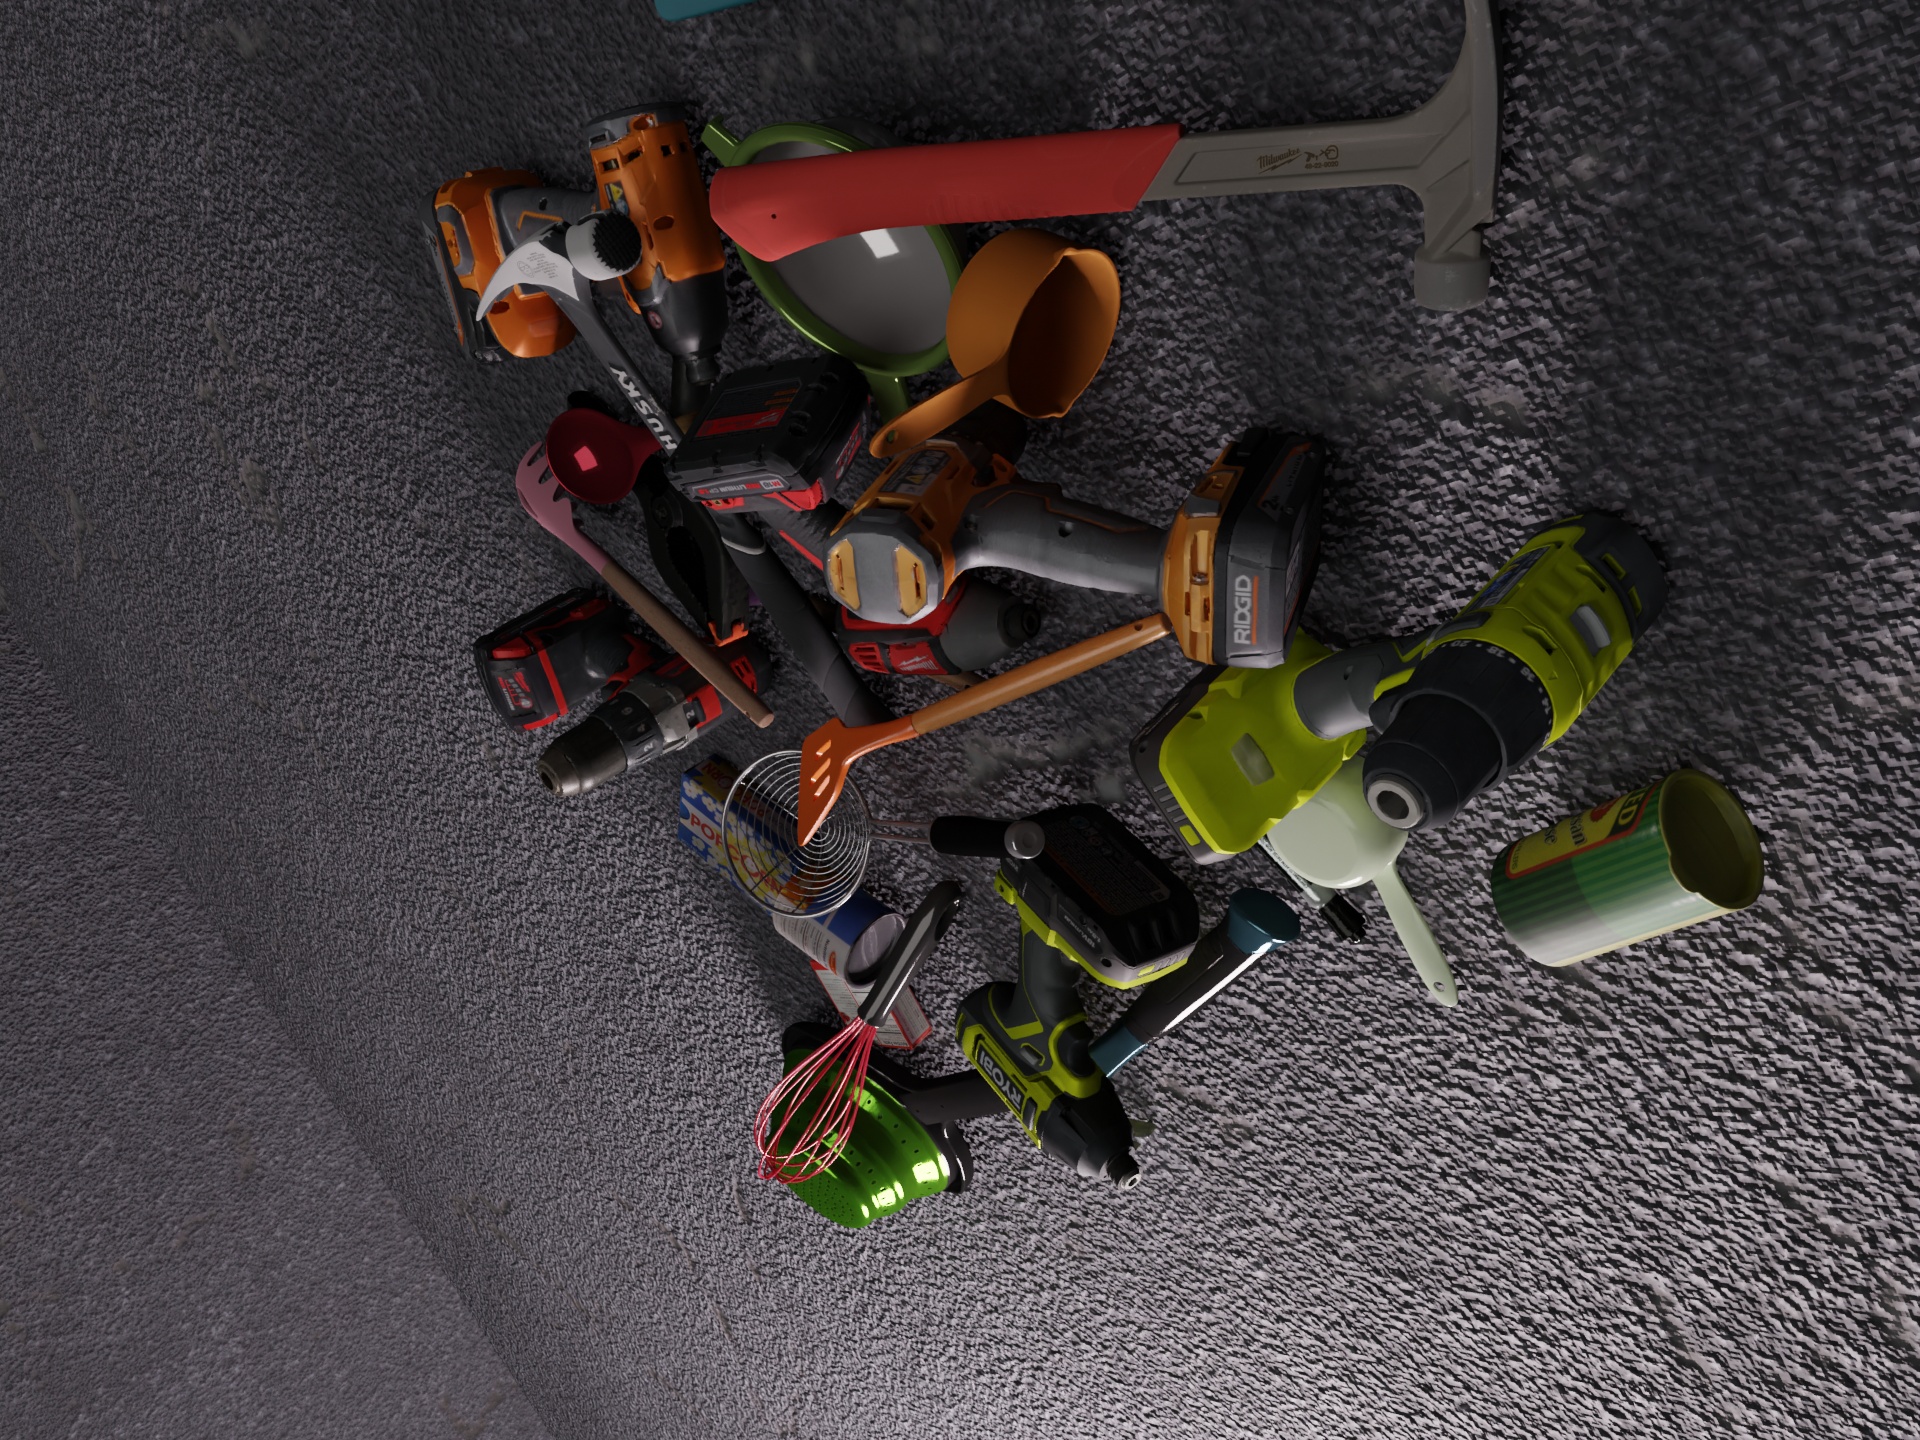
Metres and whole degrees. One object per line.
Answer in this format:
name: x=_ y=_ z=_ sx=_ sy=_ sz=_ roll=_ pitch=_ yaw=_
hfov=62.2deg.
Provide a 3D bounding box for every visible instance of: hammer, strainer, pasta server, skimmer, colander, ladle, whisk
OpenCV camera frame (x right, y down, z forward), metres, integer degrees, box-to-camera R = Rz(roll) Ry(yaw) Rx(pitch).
hammer: x=-0.152 y=-0.128 z=1.005 sx=0.149 sy=0.036 sz=0.408 roll=3 pitch=136 yaw=43
hammer: x=0.125 y=0.198 z=1.063 sx=0.128 sy=0.033 sz=0.330 roll=46 pitch=142 yaw=10
strainer: x=-0.035 y=-0.229 z=0.882 sx=0.151 sy=0.069 sz=0.256 roll=19 pitch=149 yaw=28
pasta server: x=-0.231 y=-0.099 z=1.146 sx=0.316 sy=0.040 sz=0.060 roll=42 pitch=161 yaw=26
skimmer: x=-0.065 y=0.079 z=1.064 sx=0.363 sy=0.090 sz=0.127 roll=-5 pitch=90 yaw=65
colander: x=-0.058 y=0.334 z=1.272 sx=0.204 sy=0.094 sz=0.397 roll=48 pitch=147 yaw=-7
hammer: x=0.050 y=-0.250 z=0.701 sx=0.359 sy=0.037 sz=0.149 roll=4 pitch=126 yaw=22
ladle: x=-0.172 y=-0.187 z=1.005 sx=0.315 sy=0.031 sz=0.069 roll=-3 pitch=119 yaw=48
whisk: x=-0.077 y=0.238 z=1.196 sx=0.073 sy=0.073 sz=0.295 roll=38 pitch=110 yaw=19

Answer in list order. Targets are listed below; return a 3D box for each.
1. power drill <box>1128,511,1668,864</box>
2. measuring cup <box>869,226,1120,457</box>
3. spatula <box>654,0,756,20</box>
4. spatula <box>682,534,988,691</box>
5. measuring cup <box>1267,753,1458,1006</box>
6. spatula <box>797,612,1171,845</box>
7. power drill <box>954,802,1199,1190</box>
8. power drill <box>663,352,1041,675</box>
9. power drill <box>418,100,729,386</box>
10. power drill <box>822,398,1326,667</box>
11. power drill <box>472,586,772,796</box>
power drill: x=0.184 y=-0.001 z=0.724 sx=0.080 sy=0.190 sz=0.228 roll=56 pitch=147 yaw=-8
measuring cup: x=0.004 y=-0.180 z=0.779 sx=0.052 sy=0.173 sz=0.095 roll=34 pitch=146 yaw=30
spatula: x=-0.029 y=-0.371 z=0.767 sx=0.318 sy=0.044 sz=0.082 roll=22 pitch=129 yaw=32
spatula: x=-0.101 y=-0.075 z=1.094 sx=0.316 sy=0.018 sz=0.059 roll=25 pitch=132 yaw=32
measuring cup: x=0.224 y=0.095 z=0.874 sx=0.083 sy=0.038 sz=0.167 roll=-23 pitch=99 yaw=51
spatula: x=-0.002 y=-0.003 z=0.989 sx=0.322 sy=0.081 sz=0.041 roll=-22 pitch=146 yaw=35
power drill: x=0.074 y=0.181 z=1.022 sx=0.171 sy=0.080 sz=0.223 roll=44 pitch=138 yaw=39
power drill: x=-0.053 y=-0.105 z=0.926 sx=0.143 sy=0.079 sz=0.219 roll=2 pitch=146 yaw=42
power drill: x=-0.237 y=-0.286 z=1.011 sx=0.226 sy=0.084 sz=0.164 roll=3 pitch=114 yaw=41
power drill: x=0.066 y=-0.107 z=0.805 sx=0.226 sy=0.185 sz=0.084 roll=8 pitch=127 yaw=19
power drill: x=-0.272 y=-0.020 z=1.181 sx=0.227 sy=0.188 sz=0.080 roll=15 pitch=130 yaw=43
